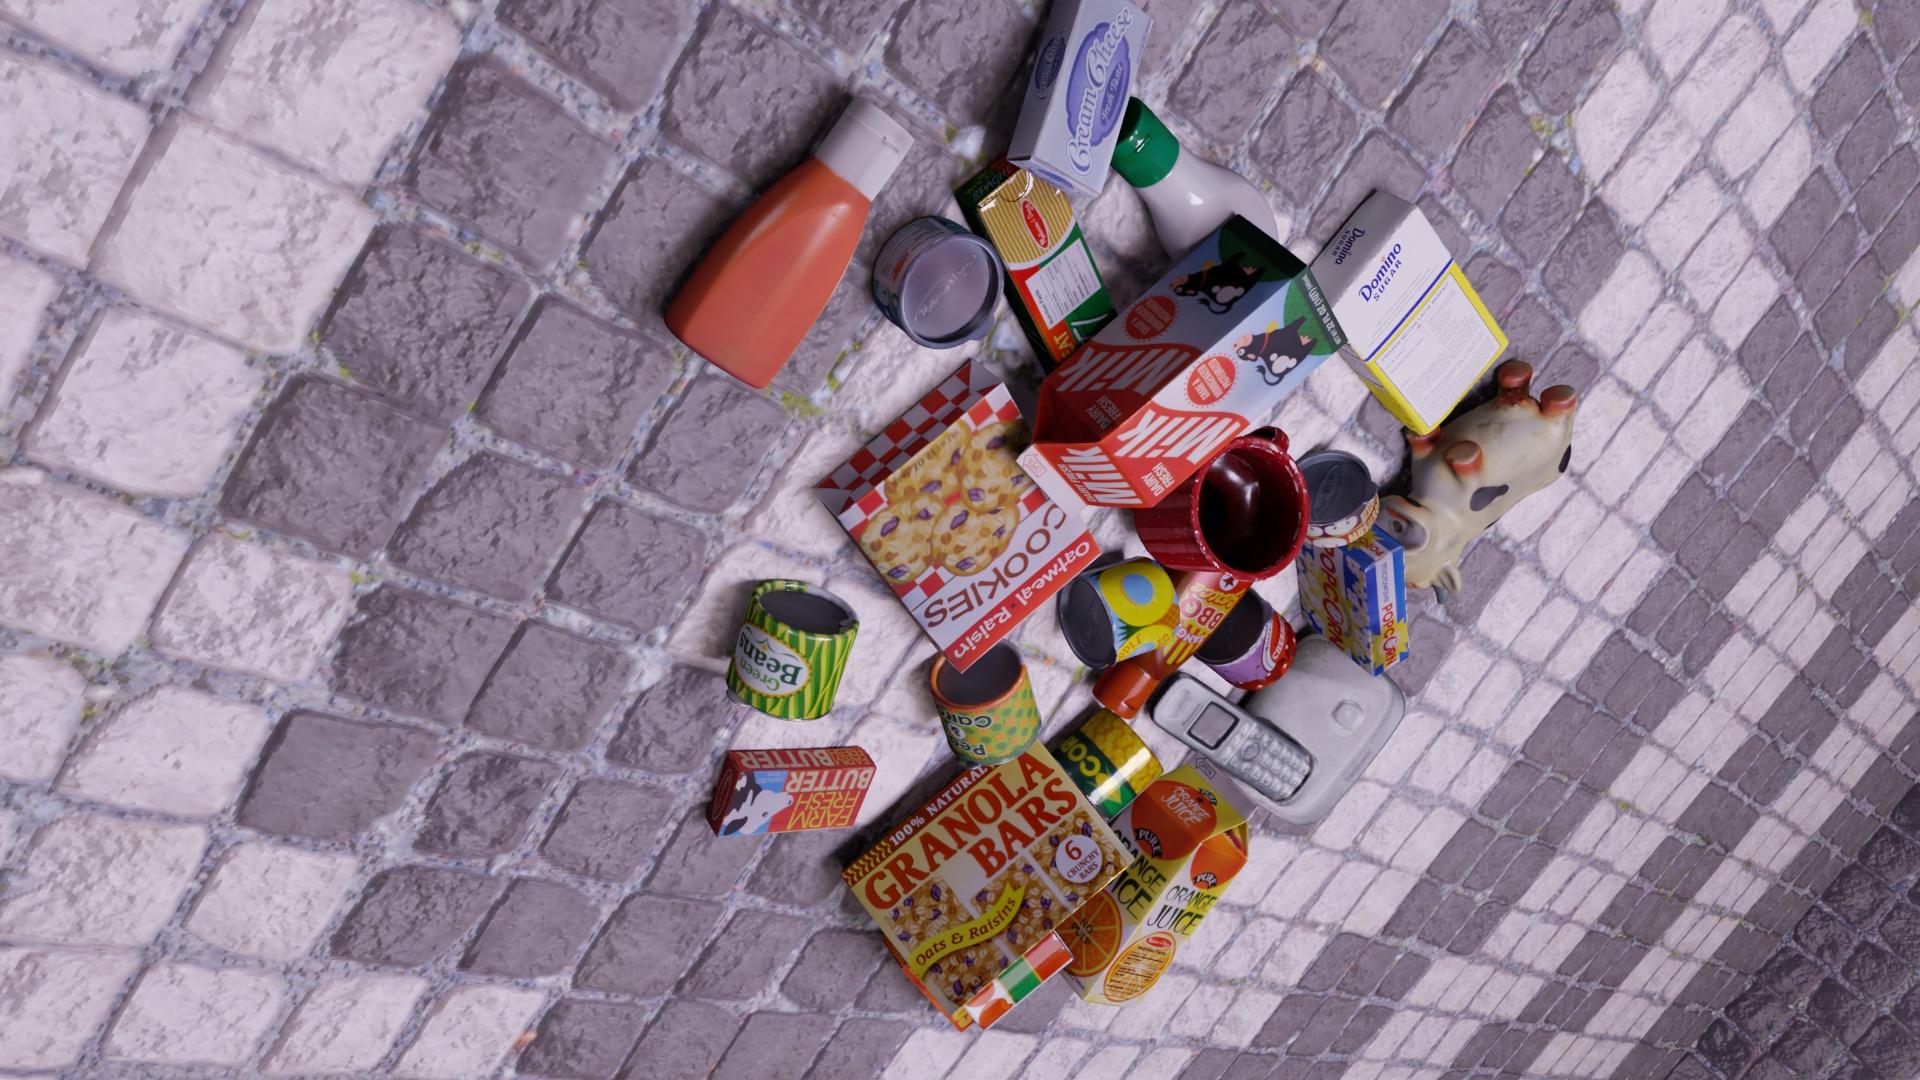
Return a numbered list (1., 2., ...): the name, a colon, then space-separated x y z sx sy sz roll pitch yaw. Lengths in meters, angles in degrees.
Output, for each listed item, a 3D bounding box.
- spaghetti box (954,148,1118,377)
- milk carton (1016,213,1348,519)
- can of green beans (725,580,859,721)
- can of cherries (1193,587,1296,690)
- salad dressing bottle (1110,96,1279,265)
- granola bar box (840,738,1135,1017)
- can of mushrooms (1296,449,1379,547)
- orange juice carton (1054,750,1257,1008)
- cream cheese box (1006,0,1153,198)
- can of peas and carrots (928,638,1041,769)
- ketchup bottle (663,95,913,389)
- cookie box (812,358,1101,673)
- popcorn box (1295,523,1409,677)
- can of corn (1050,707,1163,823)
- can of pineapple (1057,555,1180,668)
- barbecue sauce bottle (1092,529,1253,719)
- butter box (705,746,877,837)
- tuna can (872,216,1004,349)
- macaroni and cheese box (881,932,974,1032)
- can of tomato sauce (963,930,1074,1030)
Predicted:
1. spaghetti box: 0.069 -0.123 0.828 0.050 0.029 0.249 -39 134 -6
2. milk carton: 0.121 -0.091 0.807 0.190 0.074 0.072 -41 134 5
3. can of green beans: -0.098 0.064 0.812 0.071 0.071 0.057 3 117 -37
4. can of cherries: 0.211 0.072 1.034 0.071 0.072 0.058 -49 135 4
5. salad dressing bottle: 0.131 -0.201 0.809 0.064 0.044 0.147 -49 134 10
6. granola bar box: 0.019 0.227 0.972 0.166 0.124 0.039 -38 172 -7
7. can of mushrooms: 0.269 -0.030 1.005 0.071 0.071 0.033 -41 136 -4
8. orange juice carton: 0.148 0.258 1.062 0.073 0.072 0.192 27 100 -44
9. cream cheese box: 0.063 -0.237 0.726 0.053 0.024 0.104 18 88 -41
10. can of peas and carrots: 0.015 0.107 0.921 0.071 0.071 0.058 -29 132 -15
11. ketchup bottle: -0.081 -0.150 0.693 0.148 0.044 0.064 -52 135 6
12. cookie box: 0.003 -0.011 0.852 0.123 0.040 0.167 -40 133 -6
13. popcorn box: 0.297 0.033 1.058 0.038 0.085 0.126 -31 133 -12
14. can of corn: 0.106 0.164 1.027 0.058 0.071 0.071 -40 134 -6
15. can of pineapple: 0.108 0.050 0.947 0.058 0.071 0.070 -15 127 -27
16. barbecue sauce bottle: 0.152 0.061 1.003 0.065 0.044 0.148 29 101 -36
17. butter box: -0.109 0.163 0.902 0.104 0.024 0.053 4 118 -37
18. tuna can: -0.011 -0.139 0.757 0.071 0.033 0.070 -18 129 -24
19. macaroni and cheese box: 0.034 0.292 1.082 0.167 0.040 0.123 -38 133 -9
20. can of tomato sauce: 0.029 0.302 1.010 0.083 0.071 0.071 -37 134 -8
